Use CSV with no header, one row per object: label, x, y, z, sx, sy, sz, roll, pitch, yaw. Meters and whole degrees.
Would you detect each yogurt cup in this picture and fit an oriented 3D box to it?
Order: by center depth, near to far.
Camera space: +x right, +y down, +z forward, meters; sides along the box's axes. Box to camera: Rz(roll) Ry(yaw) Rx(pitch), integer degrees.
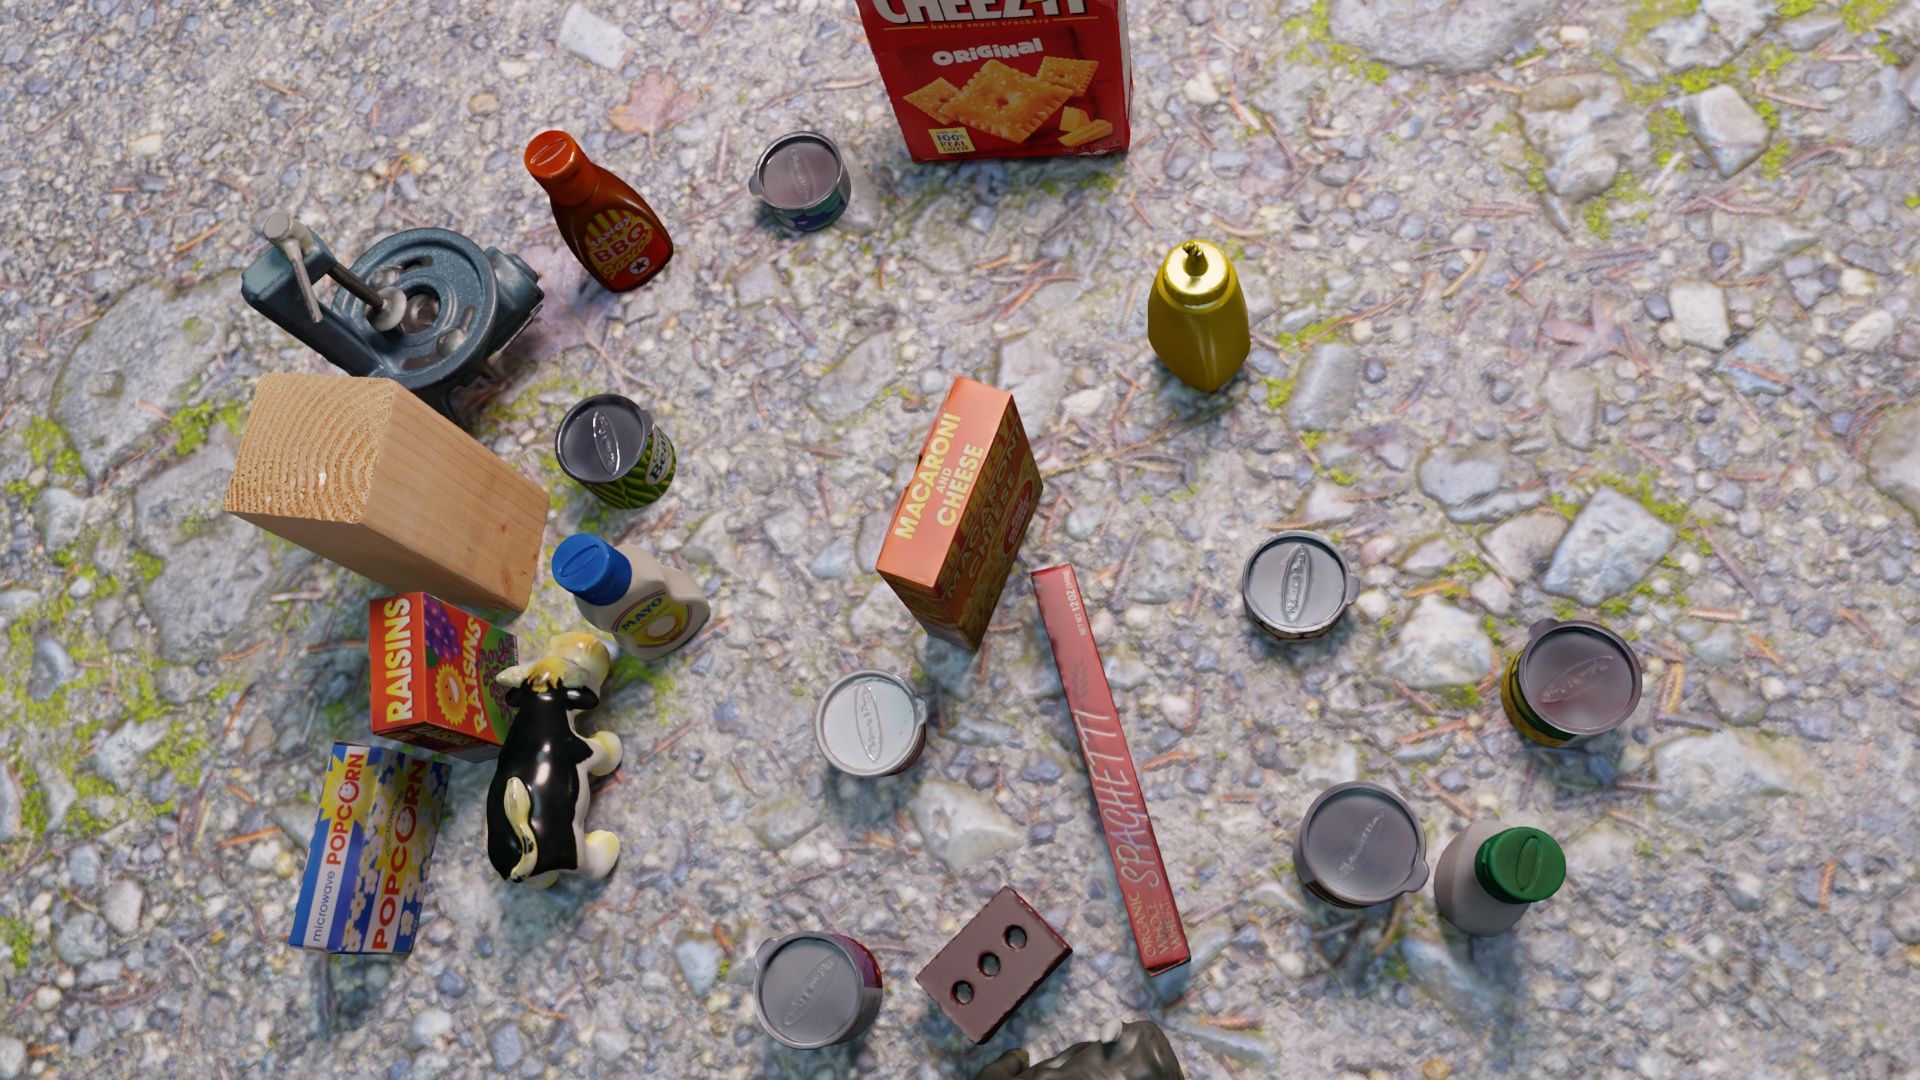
yogurt cup,-0.053,0.118,0.874,0.072,0.054,0.072,-3,72,9

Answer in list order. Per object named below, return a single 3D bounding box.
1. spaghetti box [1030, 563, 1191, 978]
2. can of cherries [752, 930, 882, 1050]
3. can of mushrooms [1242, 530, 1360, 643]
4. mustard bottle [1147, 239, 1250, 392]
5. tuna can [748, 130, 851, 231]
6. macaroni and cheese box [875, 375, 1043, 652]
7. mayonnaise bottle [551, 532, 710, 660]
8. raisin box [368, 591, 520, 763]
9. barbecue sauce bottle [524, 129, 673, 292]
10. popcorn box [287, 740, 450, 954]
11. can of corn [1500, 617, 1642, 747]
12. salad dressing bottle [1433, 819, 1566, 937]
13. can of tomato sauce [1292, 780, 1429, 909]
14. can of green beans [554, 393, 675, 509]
spaghetti box,0.090,0.137,0.846,0.029,0.050,0.251,-17,71,4
can of cherries,-0.085,0.266,0.830,0.071,0.058,0.071,-3,72,9
can of mushrooms,0.212,0.030,0.868,0.071,0.033,0.071,-3,72,9
mustard bottle,0.149,-0.147,0.868,0.065,0.160,0.049,40,83,18
tuna can,-0.117,-0.262,1.017,0.071,0.032,0.071,-3,72,9
macaroni and cheese box,0.003,-0.011,0.846,0.040,0.166,0.124,19,77,15
mayonnaise bottle,-0.210,0.034,0.878,0.065,0.147,0.041,-39,71,-3
raisin box,-0.330,0.090,0.894,0.040,0.123,0.086,-11,71,6
barbecue sauce bottle,-0.255,-0.230,0.969,0.065,0.148,0.044,-37,71,-3
popcorn box,-0.375,0.198,0.887,0.038,0.085,0.127,3,73,11
can of corn,0.354,0.083,0.814,0.071,0.058,0.071,-3,72,9
salad dressing bottle,0.289,0.179,0.747,0.044,0.147,0.064,16,76,14
can of tomato sauce,0.227,0.176,0.793,0.071,0.083,0.071,-3,72,9
can of green beans,-0.237,-0.061,0.960,0.071,0.057,0.071,-3,72,9
